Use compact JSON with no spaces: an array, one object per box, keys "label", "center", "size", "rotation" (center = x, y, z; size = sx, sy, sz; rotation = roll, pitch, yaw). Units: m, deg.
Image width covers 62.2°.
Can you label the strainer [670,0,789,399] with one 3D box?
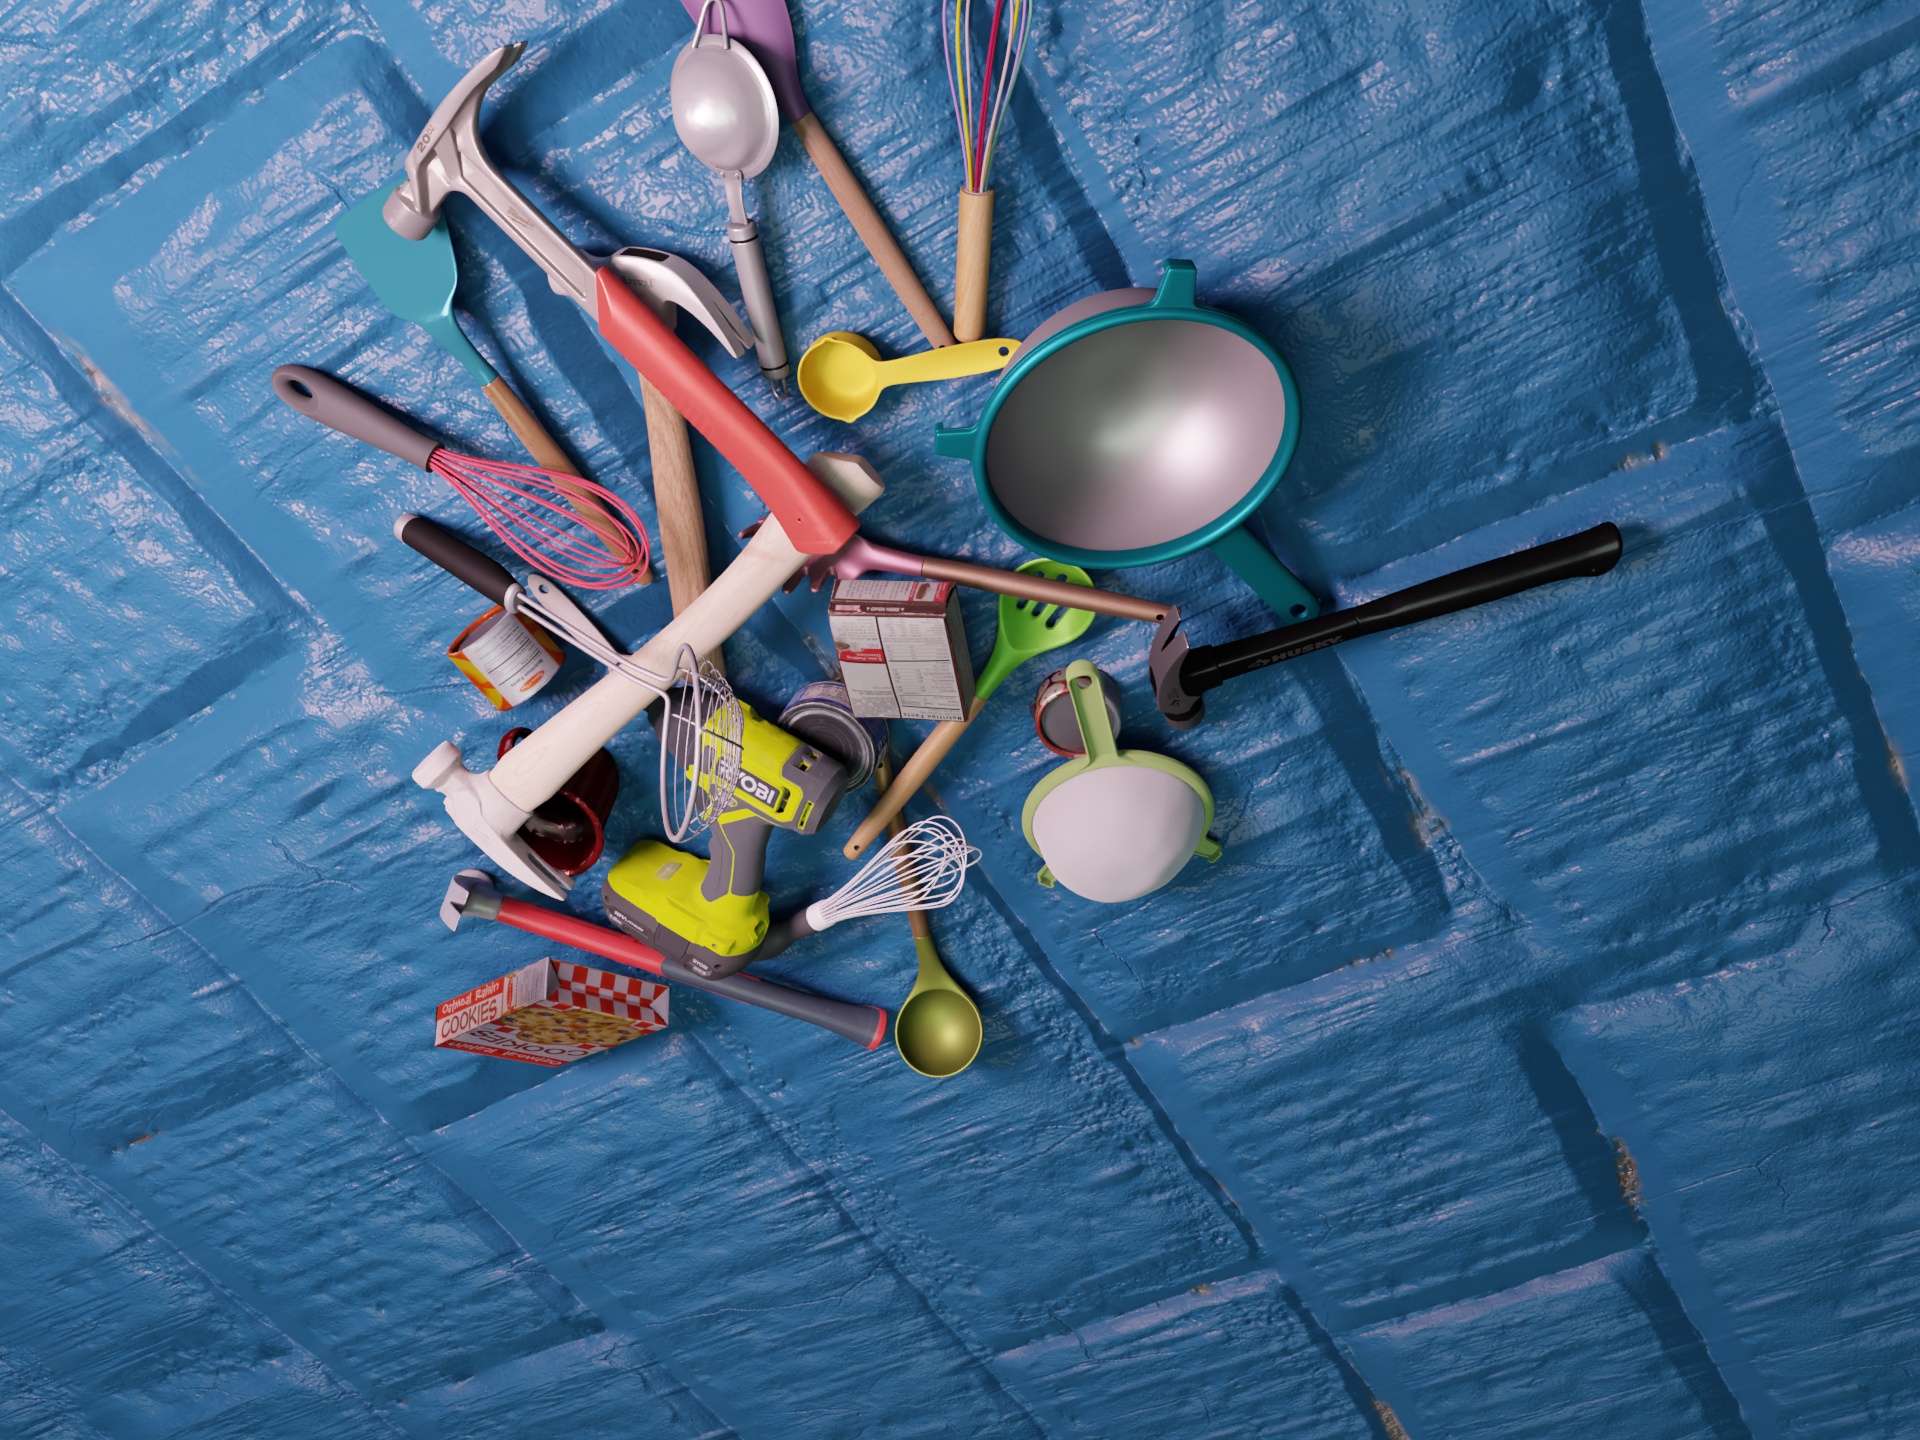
[{"label":"strainer","center":[-0.141,-0.319,1.013],"size":[0.087,0.050,0.258],"rotation":[17,136,31]}]

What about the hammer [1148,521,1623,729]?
[{"label":"hammer","center":[0.294,-0.076,1.118],"size":[0.335,0.035,0.146],"rotation":[-17,155,8]}]

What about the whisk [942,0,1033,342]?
[{"label":"whisk","center":[0.015,-0.351,0.987],"size":[0.051,0.047,0.244],"rotation":[12,128,11]}]

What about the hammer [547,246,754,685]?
[{"label":"hammer","center":[-0.198,-0.167,1.118],"size":[0.130,0.031,0.331],"rotation":[8,127,15]}]

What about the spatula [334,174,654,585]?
[{"label":"spatula","center":[-0.307,-0.221,1.106],"size":[0.082,0.044,0.317],"rotation":[-23,123,16]}]

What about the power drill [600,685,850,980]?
[{"label":"power drill","center":[-0.197,0.082,1.244],"size":[0.171,0.080,0.223],"rotation":[30,125,7]}]

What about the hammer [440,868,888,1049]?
[{"label":"hammer","center":[-0.239,0.206,1.327],"size":[0.386,0.143,0.038],"rotation":[21,86,-14]}]

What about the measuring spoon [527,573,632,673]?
[{"label":"measuring spoon","center":[-0.280,-0.068,1.211],"size":[0.034,0.018,0.124],"rotation":[-36,107,25]}]

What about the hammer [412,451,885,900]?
[{"label":"hammer","center":[-0.206,-0.036,1.136],"size":[0.410,0.038,0.146],"rotation":[-40,104,16]}]

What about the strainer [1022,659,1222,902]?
[{"label":"strainer","center":[0.113,0.061,1.193],"size":[0.151,0.069,0.256],"rotation":[-10,138,9]}]

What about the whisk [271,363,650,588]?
[{"label":"whisk","center":[-0.347,-0.172,1.102],"size":[0.296,0.073,0.073],"rotation":[28,122,2]}]

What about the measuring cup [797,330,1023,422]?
[{"label":"measuring cup","center":[-0.031,-0.240,1.060],"size":[0.156,0.029,0.062],"rotation":[-6,125,14]}]

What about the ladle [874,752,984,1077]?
[{"label":"ladle","center":[-0.039,0.162,1.316],"size":[0.078,0.062,0.320],"rotation":[-6,120,10]}]

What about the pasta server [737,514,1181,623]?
[{"label":"pasta server","center":[-0.001,-0.100,1.128],"size":[0.316,0.040,0.060],"rotation":[12,125,7]}]

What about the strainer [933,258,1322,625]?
[{"label":"strainer","center":[0.146,-0.176,1.072],"size":[0.211,0.095,0.340],"rotation":[-32,136,24]}]

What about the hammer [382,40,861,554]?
[{"label":"hammer","center":[-0.195,-0.247,1.013],"size":[0.359,0.037,0.149],"rotation":[44,122,-12]}]

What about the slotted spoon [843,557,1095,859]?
[{"label":"slotted spoon","center":[-0.002,-0.004,1.207],"size":[0.070,0.031,0.313],"rotation":[34,116,-10]}]

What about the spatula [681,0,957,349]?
[{"label":"spatula","center":[-0.084,-0.358,1.000],"size":[0.060,0.018,0.315],"rotation":[-22,118,25]}]

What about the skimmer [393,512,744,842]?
[{"label":"skimmer","center":[-0.281,-0.048,1.072],"size":[0.363,0.090,0.127],"rotation":[31,125,23]}]

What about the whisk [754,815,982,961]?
[{"label":"whisk","center":[-0.090,0.148,1.286],"size":[0.070,0.070,0.284],"rotation":[43,133,-21]}]
